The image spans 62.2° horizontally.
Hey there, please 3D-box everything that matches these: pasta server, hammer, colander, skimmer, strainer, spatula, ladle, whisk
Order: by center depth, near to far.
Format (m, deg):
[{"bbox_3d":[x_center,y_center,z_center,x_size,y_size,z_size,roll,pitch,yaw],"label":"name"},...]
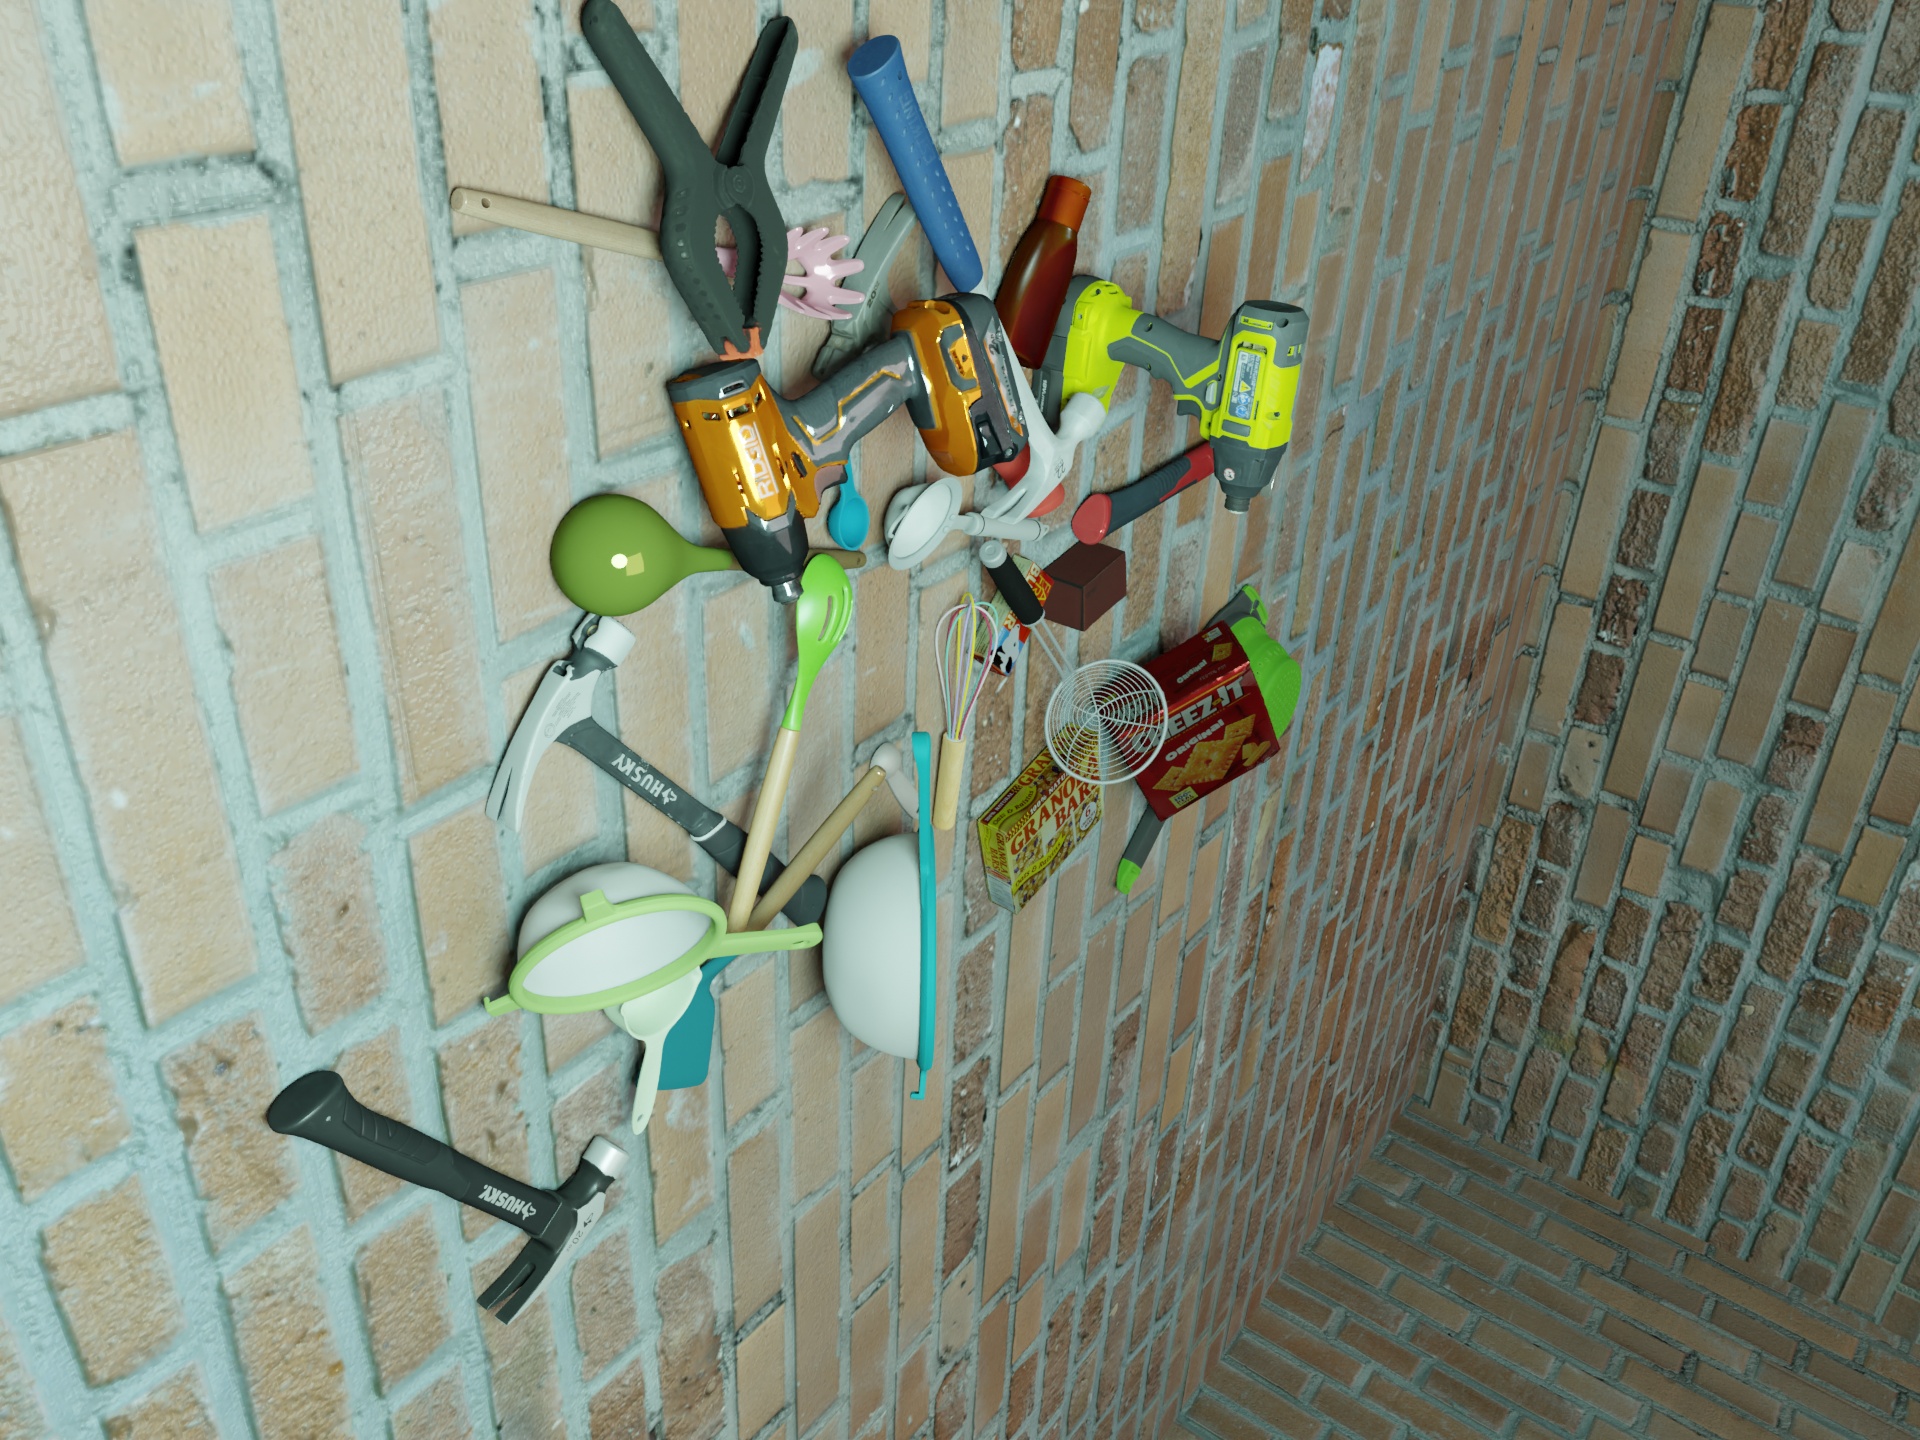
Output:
[{"bbox_3d":[-0.172,-0.290,0.973,0.316,0.040,0.060,-7,97,-55],"label":"pasta server"},{"bbox_3d":[-0.352,0.315,1.088,0.146,0.035,0.334,-58,148,-17],"label":"hammer"},{"bbox_3d":[-0.161,-0.114,1.114,0.320,0.062,0.078,-11,110,-63],"label":"ladle"},{"bbox_3d":[-0.205,0.139,1.127,0.256,0.069,0.151,3,143,-47],"label":"strainer"},{"bbox_3d":[0.009,-0.311,1.170,0.144,0.035,0.405,-56,144,-19],"label":"hammer"},{"bbox_3d":[-0.198,0.077,1.176,0.149,0.036,0.408,-59,149,-12],"label":"hammer"},{"bbox_3d":[-0.150,0.163,1.245,0.317,0.044,0.082,-51,149,15],"label":"spatula"},{"bbox_3d":[0.006,-0.261,1.273,0.358,0.037,0.149,33,79,-59],"label":"hammer"},{"bbox_3d":[0.003,-0.163,1.317,0.258,0.050,0.087,-4,130,-56],"label":"strainer"},{"bbox_3d":[-0.069,0.143,1.318,0.211,0.095,0.340,-93,-177,-50],"label":"strainer"},{"bbox_3d":[-0.002,-0.006,1.430,0.051,0.047,0.244,-21,132,-37],"label":"whisk"},{"bbox_3d":[0.101,-0.051,1.459,0.127,0.090,0.363,-40,149,0],"label":"skimmer"},{"bbox_3d":[0.234,-0.244,1.645,0.386,0.038,0.143,-34,138,-43],"label":"hammer"},{"bbox_3d":[0.306,0.039,1.889,0.397,0.095,0.204,-63,149,-8],"label":"colander"}]

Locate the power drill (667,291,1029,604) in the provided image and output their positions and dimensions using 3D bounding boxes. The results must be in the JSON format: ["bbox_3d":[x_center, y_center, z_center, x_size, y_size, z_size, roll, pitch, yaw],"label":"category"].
[{"bbox_3d":[-0.070,-0.186,1.076,0.226,0.084,0.164,-26,113,-23],"label":"power drill"}]

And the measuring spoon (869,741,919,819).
[{"bbox_3d":[-0.049,0.059,1.416,0.034,0.018,0.124,-57,149,-17],"label":"measuring spoon"}]

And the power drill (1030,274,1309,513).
[{"bbox_3d":[0.173,-0.280,1.340,0.080,0.223,0.171,-25,130,-48],"label":"power drill"}]

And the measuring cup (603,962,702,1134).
[{"bbox_3d":[-0.244,0.238,1.208,0.083,0.038,0.167,-18,126,-53],"label":"measuring cup"}]

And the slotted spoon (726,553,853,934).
[{"bbox_3d":[-0.133,0.030,1.193,0.070,0.031,0.313,-4,112,-65],"label":"slotted spoon"}]

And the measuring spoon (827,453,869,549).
[{"bbox_3d":[-0.095,-0.188,1.189,0.042,0.021,0.128,-46,135,-47],"label":"measuring spoon"}]
